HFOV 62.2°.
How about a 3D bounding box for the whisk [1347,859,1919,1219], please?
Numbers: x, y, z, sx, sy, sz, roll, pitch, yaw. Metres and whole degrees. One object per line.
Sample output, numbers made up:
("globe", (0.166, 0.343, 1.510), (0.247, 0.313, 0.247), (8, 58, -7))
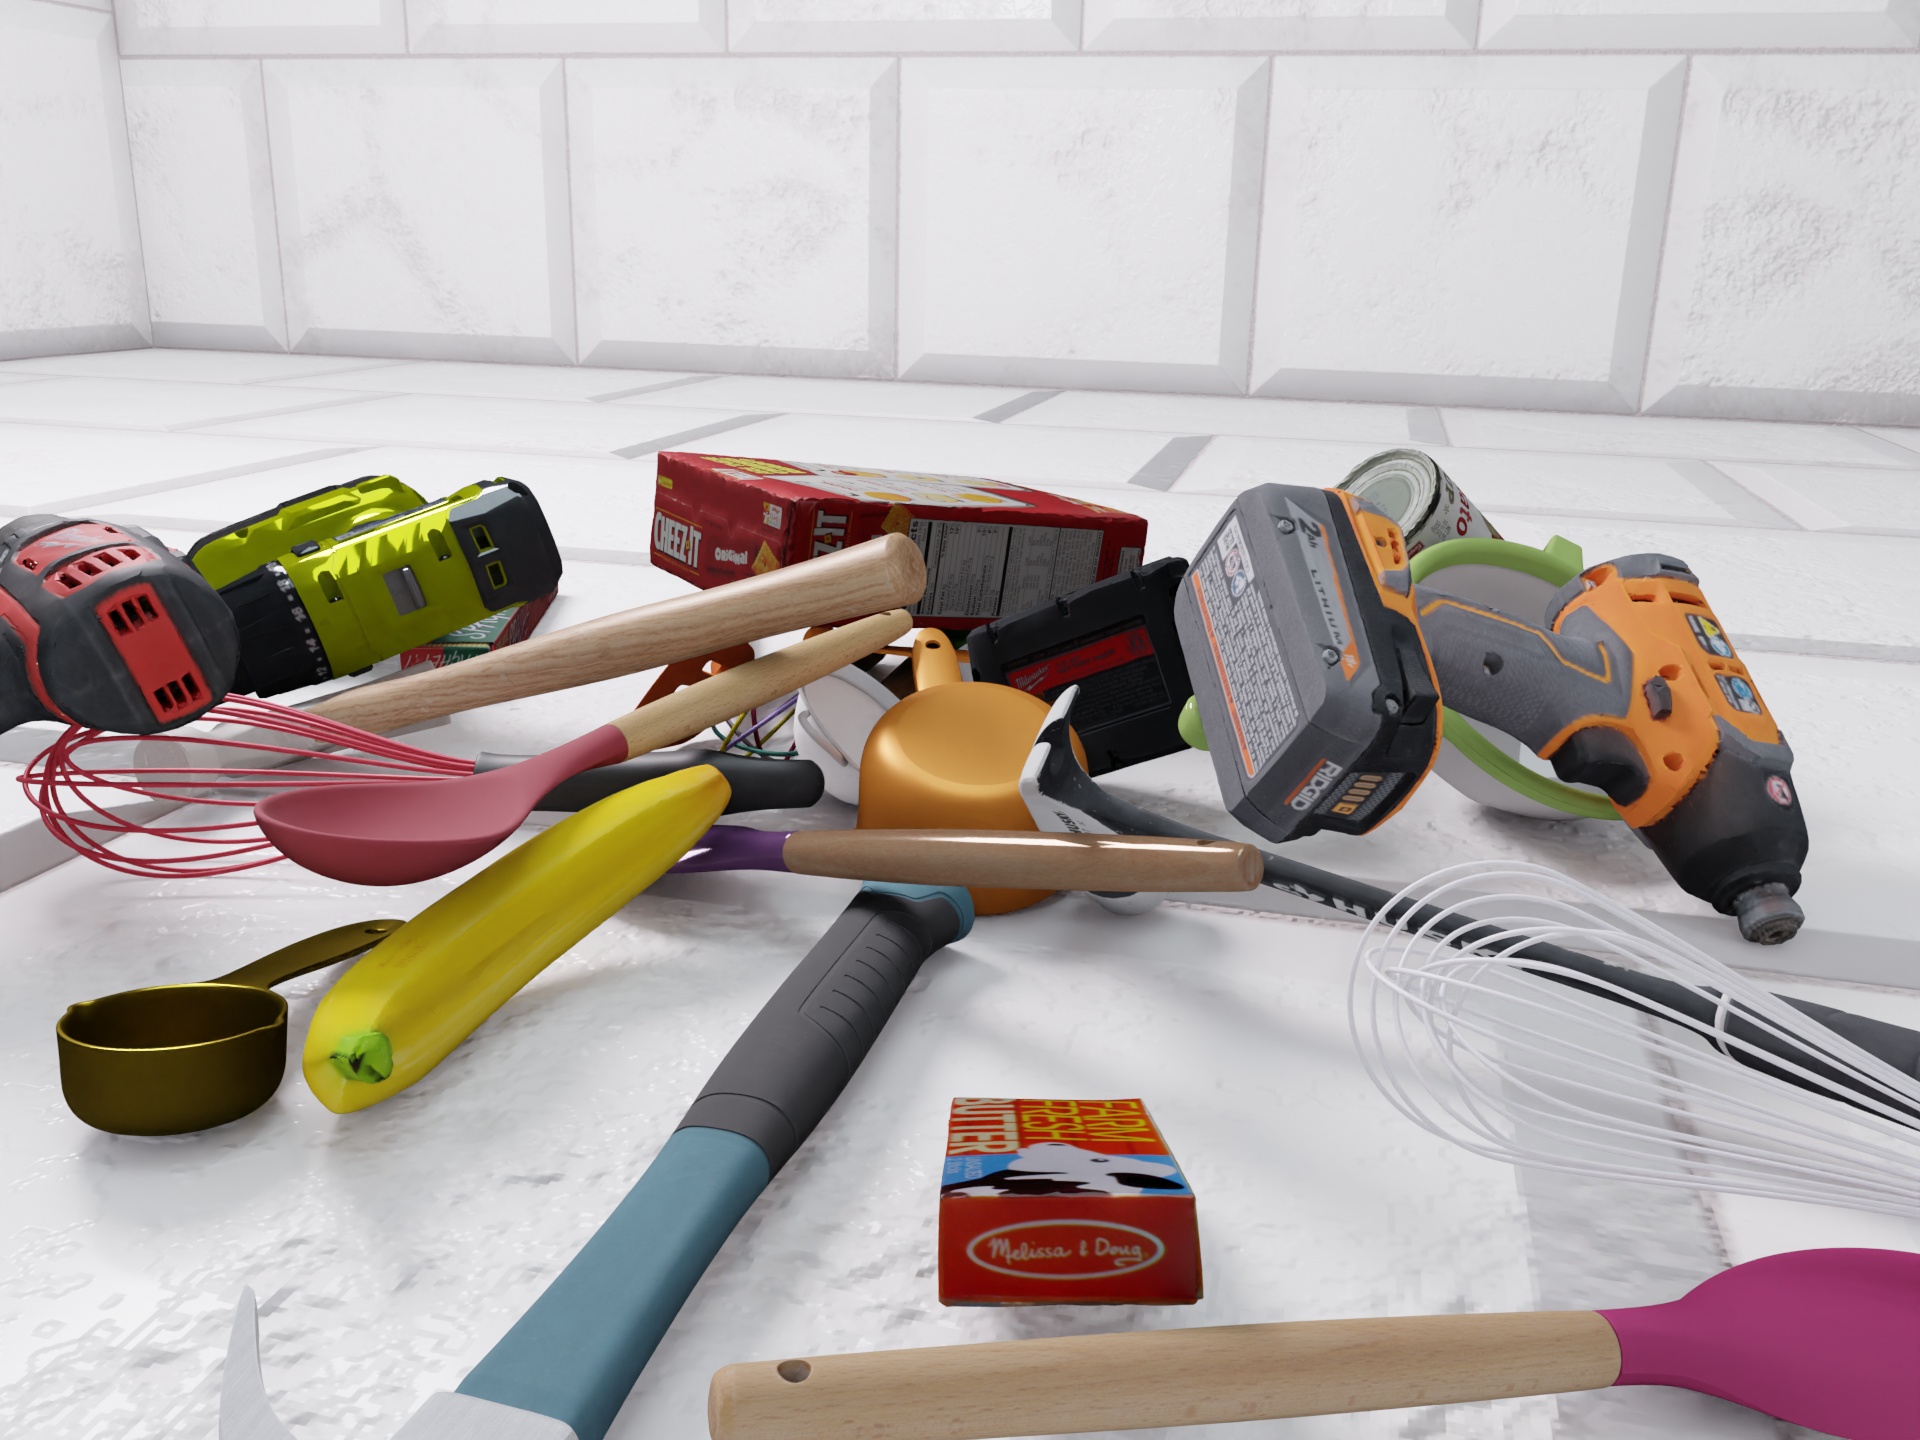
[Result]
("whisk", (0.228, 0.100, 0.356), (0.284, 0.070, 0.070), (18, 21, 12))

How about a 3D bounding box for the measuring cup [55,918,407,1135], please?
("measuring cup", (-0.208, 0.088, 0.483), (0.062, 0.029, 0.156), (3, 5, 7))

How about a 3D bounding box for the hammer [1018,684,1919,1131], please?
("hammer", (0.197, 0.075, 0.440), (0.409, 0.036, 0.149), (17, -16, 28))

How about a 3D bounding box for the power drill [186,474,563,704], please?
("power drill", (-0.320, -0.065, 0.797), (0.190, 0.080, 0.229), (-26, 20, -23))

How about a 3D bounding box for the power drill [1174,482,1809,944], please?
("power drill", (0.204, 0.001, 0.581), (0.226, 0.084, 0.164), (8, 50, -21))

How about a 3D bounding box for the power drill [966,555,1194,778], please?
("power drill", (0.102, -0.031, 0.760), (0.143, 0.078, 0.219), (-19, 0, 32))

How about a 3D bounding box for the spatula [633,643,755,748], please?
("spatula", (-0.132, -0.040, 0.851), (0.041, 0.081, 0.323), (37, 8, -12))

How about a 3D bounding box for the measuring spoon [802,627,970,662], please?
("measuring spoon", (-0.022, -0.039, 0.810), (0.117, 0.011, 0.021), (5, 11, -12))

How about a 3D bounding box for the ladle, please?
("ladle", (-0.109, -0.001, 0.577), (0.069, 0.031, 0.315), (15, 24, 29))

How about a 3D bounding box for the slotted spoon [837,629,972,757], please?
("slotted spoon", (-0.020, -0.028, 0.857), (0.070, 0.031, 0.314), (6, 19, 13))

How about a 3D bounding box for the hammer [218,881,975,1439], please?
("hammer", (-0.055, 0.106, 0.407), (0.128, 0.033, 0.331), (7, 18, 13))

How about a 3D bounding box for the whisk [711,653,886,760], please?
("whisk", (-0.072, -0.018, 0.796), (0.051, 0.047, 0.245), (4, 14, 11))

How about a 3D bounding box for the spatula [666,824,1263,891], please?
("spatula", (-0.038, 0.045, 0.525), (0.316, 0.018, 0.059), (-3, 10, 43))

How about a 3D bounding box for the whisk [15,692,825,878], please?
("whisk", (-0.199, 0.024, 0.595), (0.296, 0.073, 0.073), (0, 17, -3))

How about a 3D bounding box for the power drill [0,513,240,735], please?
("power drill", (-0.373, -0.003, 0.535), (0.227, 0.080, 0.188), (-34, 34, -28))

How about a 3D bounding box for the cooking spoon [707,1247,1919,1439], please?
("cooking spoon", (0.108, 0.129, 0.323), (0.318, 0.017, 0.069), (3, 16, -17))

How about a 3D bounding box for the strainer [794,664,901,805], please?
("strainer", (-0.010, 0.001, 0.741), (0.087, 0.050, 0.258), (52, 28, 13))

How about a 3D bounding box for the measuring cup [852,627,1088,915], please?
("measuring cup", (-0.001, -0.002, 0.629), (0.095, 0.052, 0.174), (-3, 40, -8))

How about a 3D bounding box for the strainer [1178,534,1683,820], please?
("strainer", (0.196, 0.001, 0.677), (0.256, 0.069, 0.152), (-7, 56, -24))

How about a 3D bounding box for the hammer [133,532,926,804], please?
("hammer", (-0.168, -0.024, 0.654), (0.331, 0.031, 0.130), (-13, 7, 20))
